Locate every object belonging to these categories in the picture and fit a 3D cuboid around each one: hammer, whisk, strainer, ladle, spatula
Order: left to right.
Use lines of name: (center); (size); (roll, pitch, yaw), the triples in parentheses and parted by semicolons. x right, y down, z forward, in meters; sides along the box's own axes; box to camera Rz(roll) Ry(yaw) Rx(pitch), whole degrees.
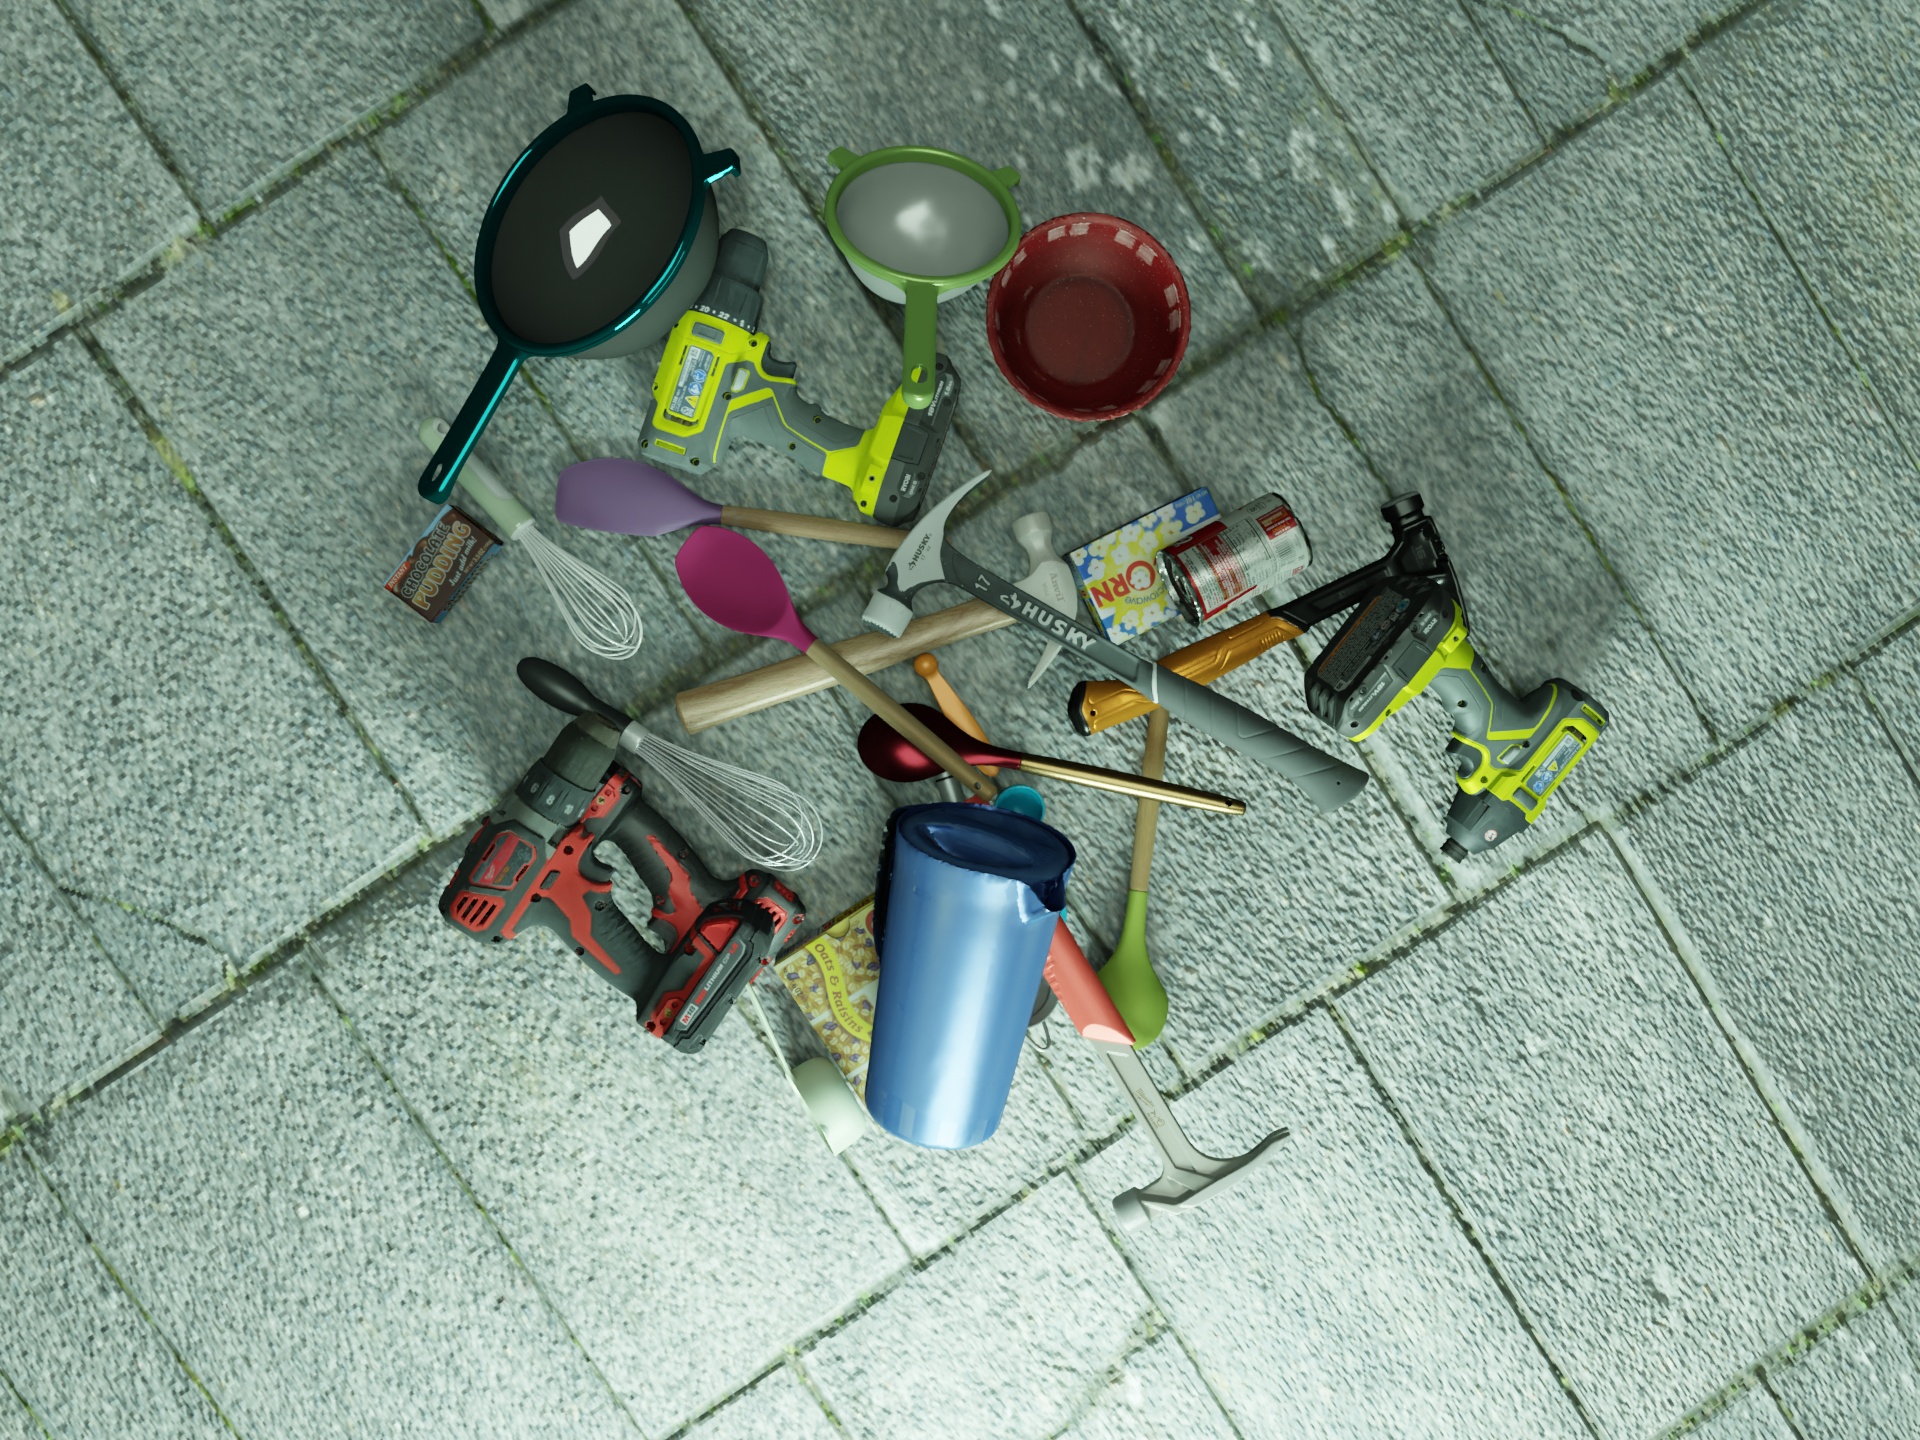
whisk: (-0.338, -0.145, 1.250); (0.246, 0.058, 0.059); (48, 120, 0)
strainer: (-0.291, -0.300, 1.205); (0.211, 0.095, 0.340); (33, 93, 31)
whisk: (-0.231, 0.031, 1.260); (0.284, 0.070, 0.070); (33, 91, 2)
spatula: (-0.165, -0.163, 1.271); (0.316, 0.018, 0.060); (8, 95, -3)
hammer: (-0.066, -0.054, 1.269); (0.331, 0.031, 0.130); (-19, 81, 0)
strainer: (-0.032, -0.324, 1.208); (0.151, 0.069, 0.257); (4, 60, -6)
strainer: (0.019, 0.144, 1.288); (0.087, 0.050, 0.258); (-16, 88, -30)
ladle: (0.073, 0.040, 1.270); (0.315, 0.031, 0.069); (12, 70, 1)
hammer: (0.104, 0.212, 1.243); (0.149, 0.036, 0.359); (-31, 86, 5)
hammer: (0.135, -0.044, 1.234); (0.409, 0.036, 0.149); (29, 84, -4)
ladle: (0.146, 0.112, 1.299); (0.078, 0.062, 0.320); (8, 86, -3)
hammer: (0.244, -0.062, 1.280); (0.337, 0.034, 0.127); (-24, 93, -6)

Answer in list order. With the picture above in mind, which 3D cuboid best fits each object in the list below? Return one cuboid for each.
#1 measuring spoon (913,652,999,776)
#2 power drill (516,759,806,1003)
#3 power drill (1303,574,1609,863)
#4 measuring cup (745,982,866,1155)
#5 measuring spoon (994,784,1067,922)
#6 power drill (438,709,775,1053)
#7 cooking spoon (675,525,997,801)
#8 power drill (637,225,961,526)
measuring spoon: (-0.002, -0.004, 1.292); (0.021, 0.011, 0.117); (-32, 94, -1)
power drill: (-0.246, 0.137, 1.256); (0.219, 0.078, 0.143); (39, 91, -7)
power drill: (0.388, 0.003, 1.263); (0.223, 0.080, 0.171); (35, 98, -22)
measuring cup: (-0.123, 0.266, 1.259); (0.038, 0.083, 0.167); (-28, 105, -15)
measuring spoon: (0.061, 0.110, 1.303); (0.042, 0.021, 0.128); (-20, 103, -3)
power drill: (-0.248, 0.120, 1.182); (0.226, 0.080, 0.188); (34, 91, -7)
cooking spoon: (-0.097, -0.042, 1.244); (0.319, 0.017, 0.069); (40, 96, 8)
power drill: (-0.119, -0.263, 1.241); (0.228, 0.080, 0.190); (19, 92, -2)
